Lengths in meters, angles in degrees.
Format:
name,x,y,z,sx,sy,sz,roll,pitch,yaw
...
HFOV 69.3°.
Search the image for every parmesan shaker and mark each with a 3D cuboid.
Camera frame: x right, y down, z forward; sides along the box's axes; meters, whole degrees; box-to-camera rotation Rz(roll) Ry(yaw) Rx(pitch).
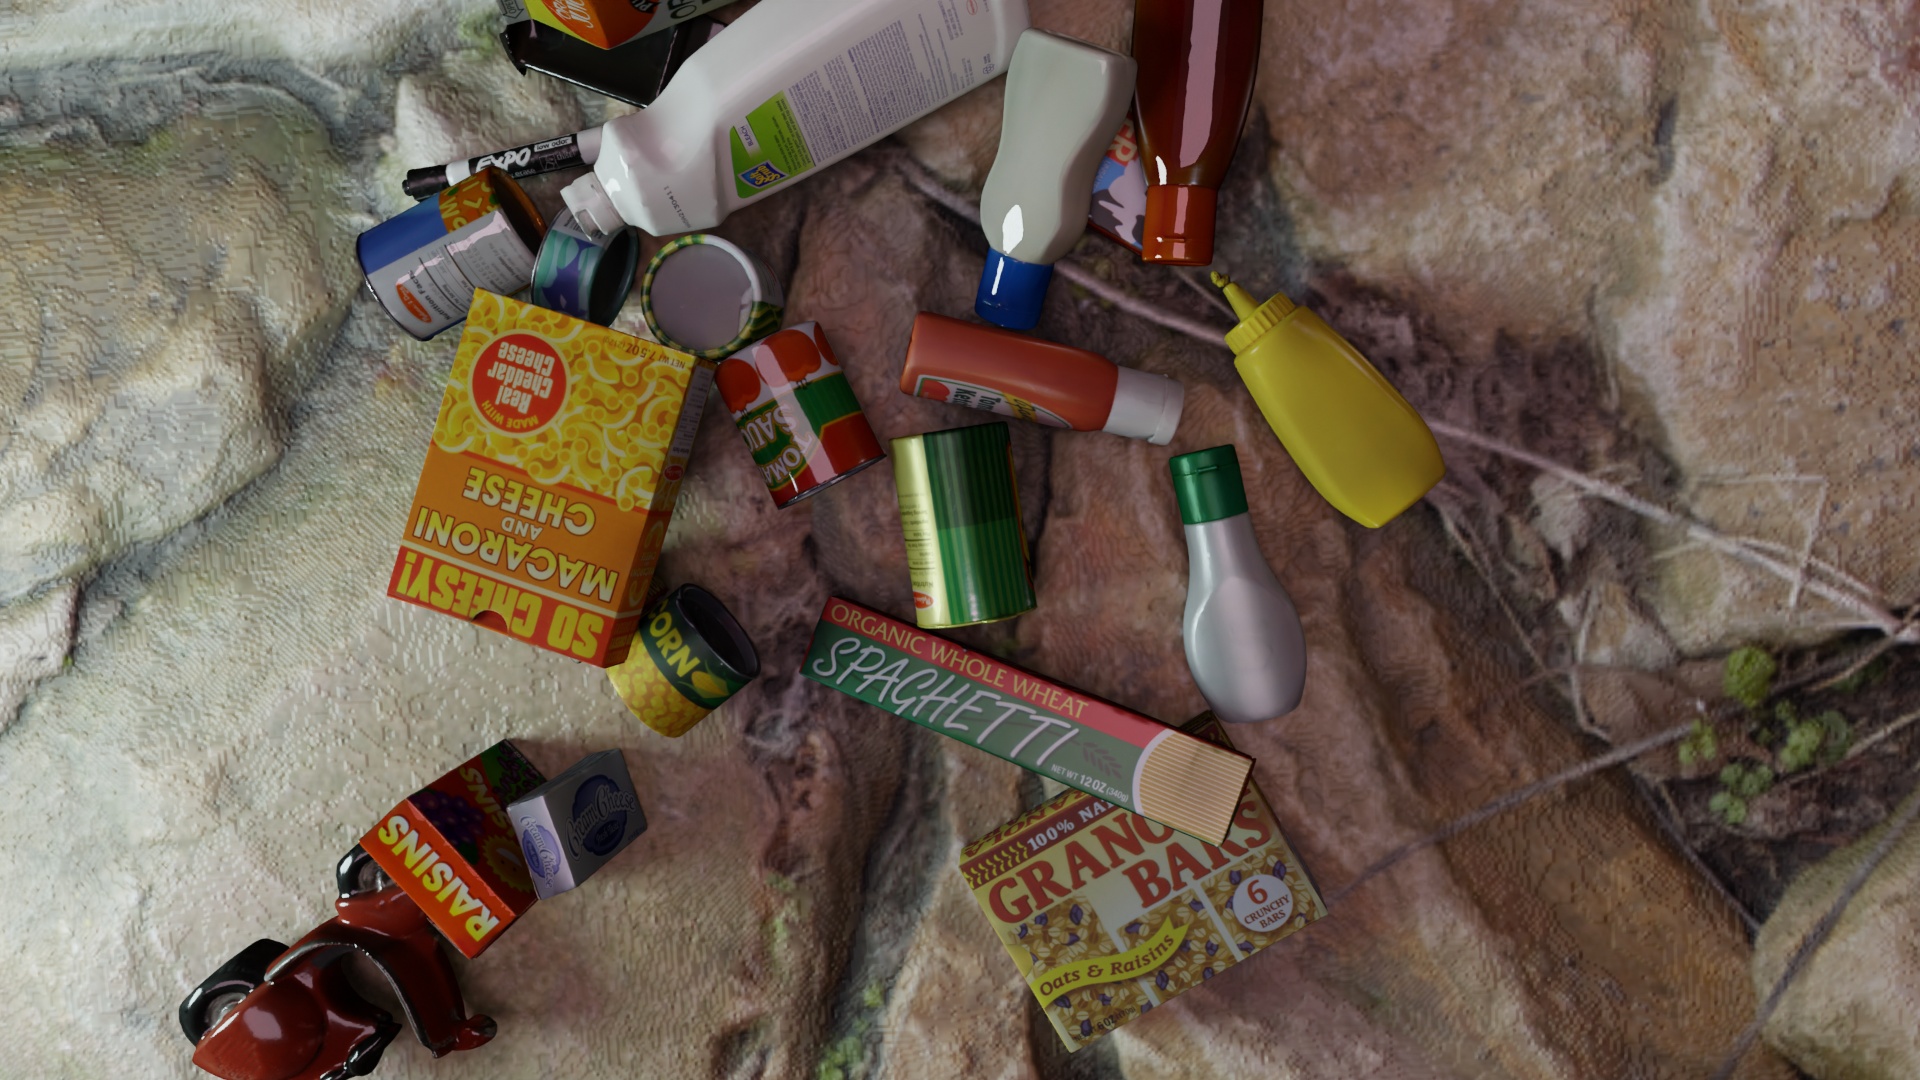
name,x,y,z,sx,sy,sz,roll,pitch,yaw
parmesan shaker,0.003,-0.009,0.748,0.071,0.071,0.103,-8,94,5

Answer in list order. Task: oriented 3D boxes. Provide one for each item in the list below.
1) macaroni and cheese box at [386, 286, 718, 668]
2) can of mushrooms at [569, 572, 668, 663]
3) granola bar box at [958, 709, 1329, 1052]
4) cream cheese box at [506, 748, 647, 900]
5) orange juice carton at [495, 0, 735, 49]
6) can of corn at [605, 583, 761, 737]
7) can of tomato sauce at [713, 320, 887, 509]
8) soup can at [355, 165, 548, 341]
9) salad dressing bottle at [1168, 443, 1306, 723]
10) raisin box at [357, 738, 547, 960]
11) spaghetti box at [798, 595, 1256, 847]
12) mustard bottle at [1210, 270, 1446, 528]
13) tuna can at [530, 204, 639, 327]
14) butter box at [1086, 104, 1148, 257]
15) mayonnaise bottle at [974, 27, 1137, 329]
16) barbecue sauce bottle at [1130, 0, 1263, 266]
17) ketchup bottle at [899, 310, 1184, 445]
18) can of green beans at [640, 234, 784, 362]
name,x,y,z,sx,sy,sz,roll,pitch,yaw
macaroni and cheese box,-0.211,-0.032,0.716,0.124,0.040,0.166,18,92,6
can of mushrooms,-0.196,0.034,0.769,0.071,0.071,0.033,-40,92,7
granola bar box,0.100,0.189,0.774,0.165,0.039,0.124,-31,92,6
cream cheese box,-0.209,0.153,0.763,0.024,0.104,0.053,-19,93,10
orange juice carton,-0.150,-0.316,0.707,0.193,0.071,0.073,-24,81,-6
can of corn,-0.155,0.066,0.768,0.058,0.071,0.071,-38,91,8
can of tomato sauce,-0.089,-0.067,0.751,0.071,0.071,0.083,-26,92,7
soup can,-0.274,-0.159,0.761,0.084,0.071,0.071,-26,93,6
salad dressing bottle,0.147,0.023,0.754,0.064,0.044,0.147,-13,93,6
raisin box,-0.258,0.164,0.758,0.040,0.123,0.086,-42,91,7
spaghetti box,0.032,0.094,0.751,0.250,0.028,0.050,20,88,13
mustard bottle,0.187,-0.083,0.737,0.065,0.049,0.160,-39,91,7
tuna can,-0.204,-0.145,0.755,0.033,0.071,0.071,20,97,2
butter box,0.105,-0.208,0.745,0.053,0.024,0.103,30,97,2
mayonnaise bottle,0.042,-0.185,0.725,0.065,0.041,0.147,30,118,28
barbecue sauce bottle,0.116,-0.216,0.708,0.065,0.044,0.148,6,96,15
ketchup bottle,0.044,-0.085,0.744,0.149,0.064,0.043,12,83,-5
can of green beans,-0.134,-0.130,0.754,0.071,0.058,0.071,0,95,5
